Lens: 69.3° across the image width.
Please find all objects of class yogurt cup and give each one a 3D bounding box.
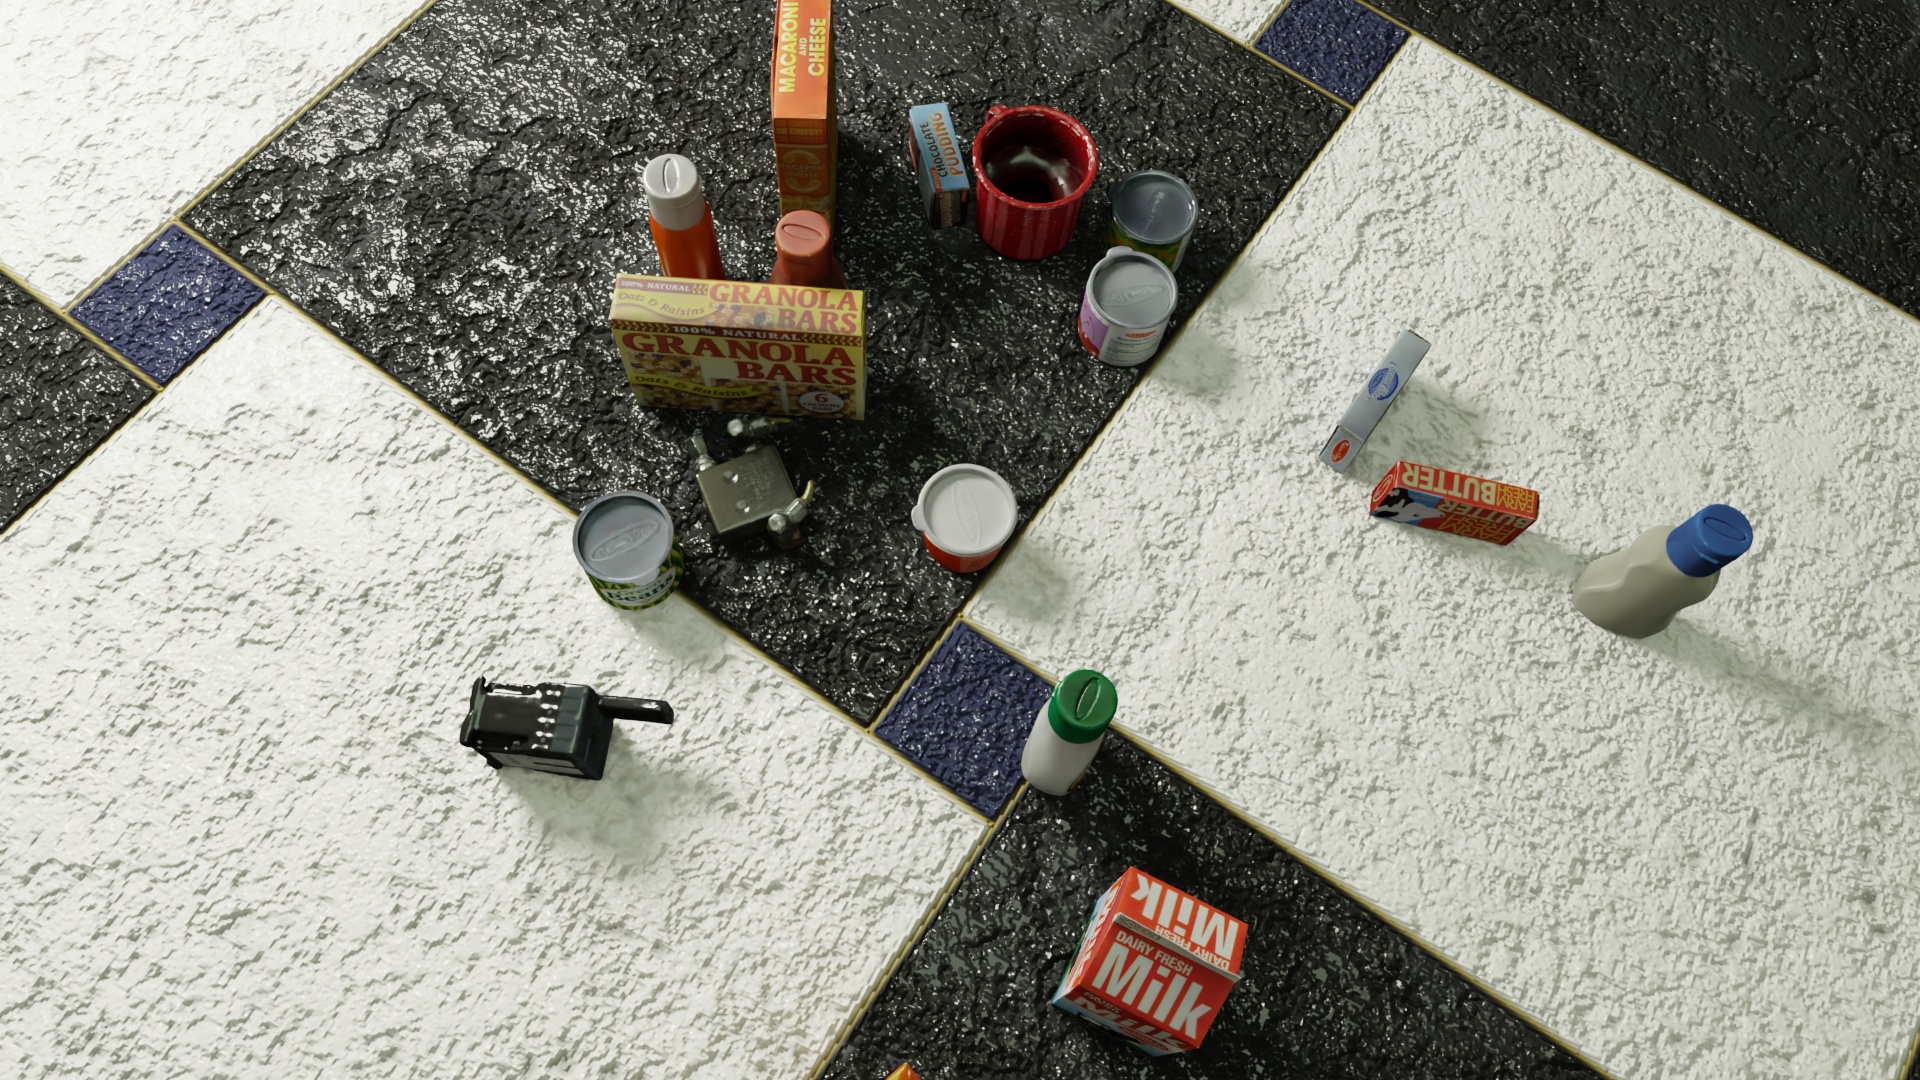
[{"bbox_3d":[0.003,-0.012,0.960,0.072,0.053,0.072,1,68,-3],"label":"yogurt cup"}]

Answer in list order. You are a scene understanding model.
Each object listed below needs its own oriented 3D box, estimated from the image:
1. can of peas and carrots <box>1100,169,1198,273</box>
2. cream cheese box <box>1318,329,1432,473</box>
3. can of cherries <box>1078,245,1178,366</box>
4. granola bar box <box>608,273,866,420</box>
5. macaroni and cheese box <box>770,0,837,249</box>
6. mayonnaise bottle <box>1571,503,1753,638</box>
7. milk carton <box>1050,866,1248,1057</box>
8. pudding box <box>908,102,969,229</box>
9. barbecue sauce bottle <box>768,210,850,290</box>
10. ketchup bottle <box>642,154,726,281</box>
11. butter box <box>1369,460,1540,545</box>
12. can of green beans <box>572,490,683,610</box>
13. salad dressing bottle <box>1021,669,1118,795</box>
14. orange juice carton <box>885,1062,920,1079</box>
[{"bbox_3d":[0.141,-0.239,1.060,0.071,0.058,0.071,1,68,-3],"label":"can of peas and carrots"},{"bbox_3d":[0.302,-0.102,1.016,0.024,0.053,0.104,35,70,10],"label":"cream cheese box"},{"bbox_3d":[0.123,-0.174,1.032,0.071,0.058,0.072,1,68,-3],"label":"can of cherries"},{"bbox_3d":[-0.148,-0.132,0.963,0.166,0.123,0.039,4,68,-2],"label":"granola bar box"},{"bbox_3d":[-0.112,-0.303,1.013,0.040,0.165,0.124,1,68,-3],"label":"macaroni and cheese box"},{"bbox_3d":[0.469,0.020,0.925,0.065,0.147,0.041,26,69,7],"label":"mayonnaise bottle"},{"bbox_3d":[0.106,0.241,0.789,0.072,0.189,0.074,26,69,7],"label":"milk carton"},{"bbox_3d":[-0.017,-0.291,1.076,0.030,0.049,0.084,-11,69,-8],"label":"pudding box"},{"bbox_3d":[-0.106,-0.173,0.969,0.065,0.148,0.044,17,68,4],"label":"barbecue sauce bottle"},{"bbox_3d":[-0.194,-0.213,0.980,0.043,0.148,0.065,-5,69,-5],"label":"ketchup bottle"},{"bbox_3d":[0.350,-0.026,0.988,0.103,0.053,0.024,13,68,2],"label":"butter box"},{"bbox_3d":[-0.223,0.008,0.937,0.071,0.057,0.071,1,68,-3],"label":"can of green beans"},{"bbox_3d":[0.068,0.118,0.860,0.044,0.147,0.064,25,69,7],"label":"salad dressing bottle"},{"bbox_3d":[-0.034,0.333,0.741,0.073,0.192,0.072,-38,75,-16],"label":"orange juice carton"}]
